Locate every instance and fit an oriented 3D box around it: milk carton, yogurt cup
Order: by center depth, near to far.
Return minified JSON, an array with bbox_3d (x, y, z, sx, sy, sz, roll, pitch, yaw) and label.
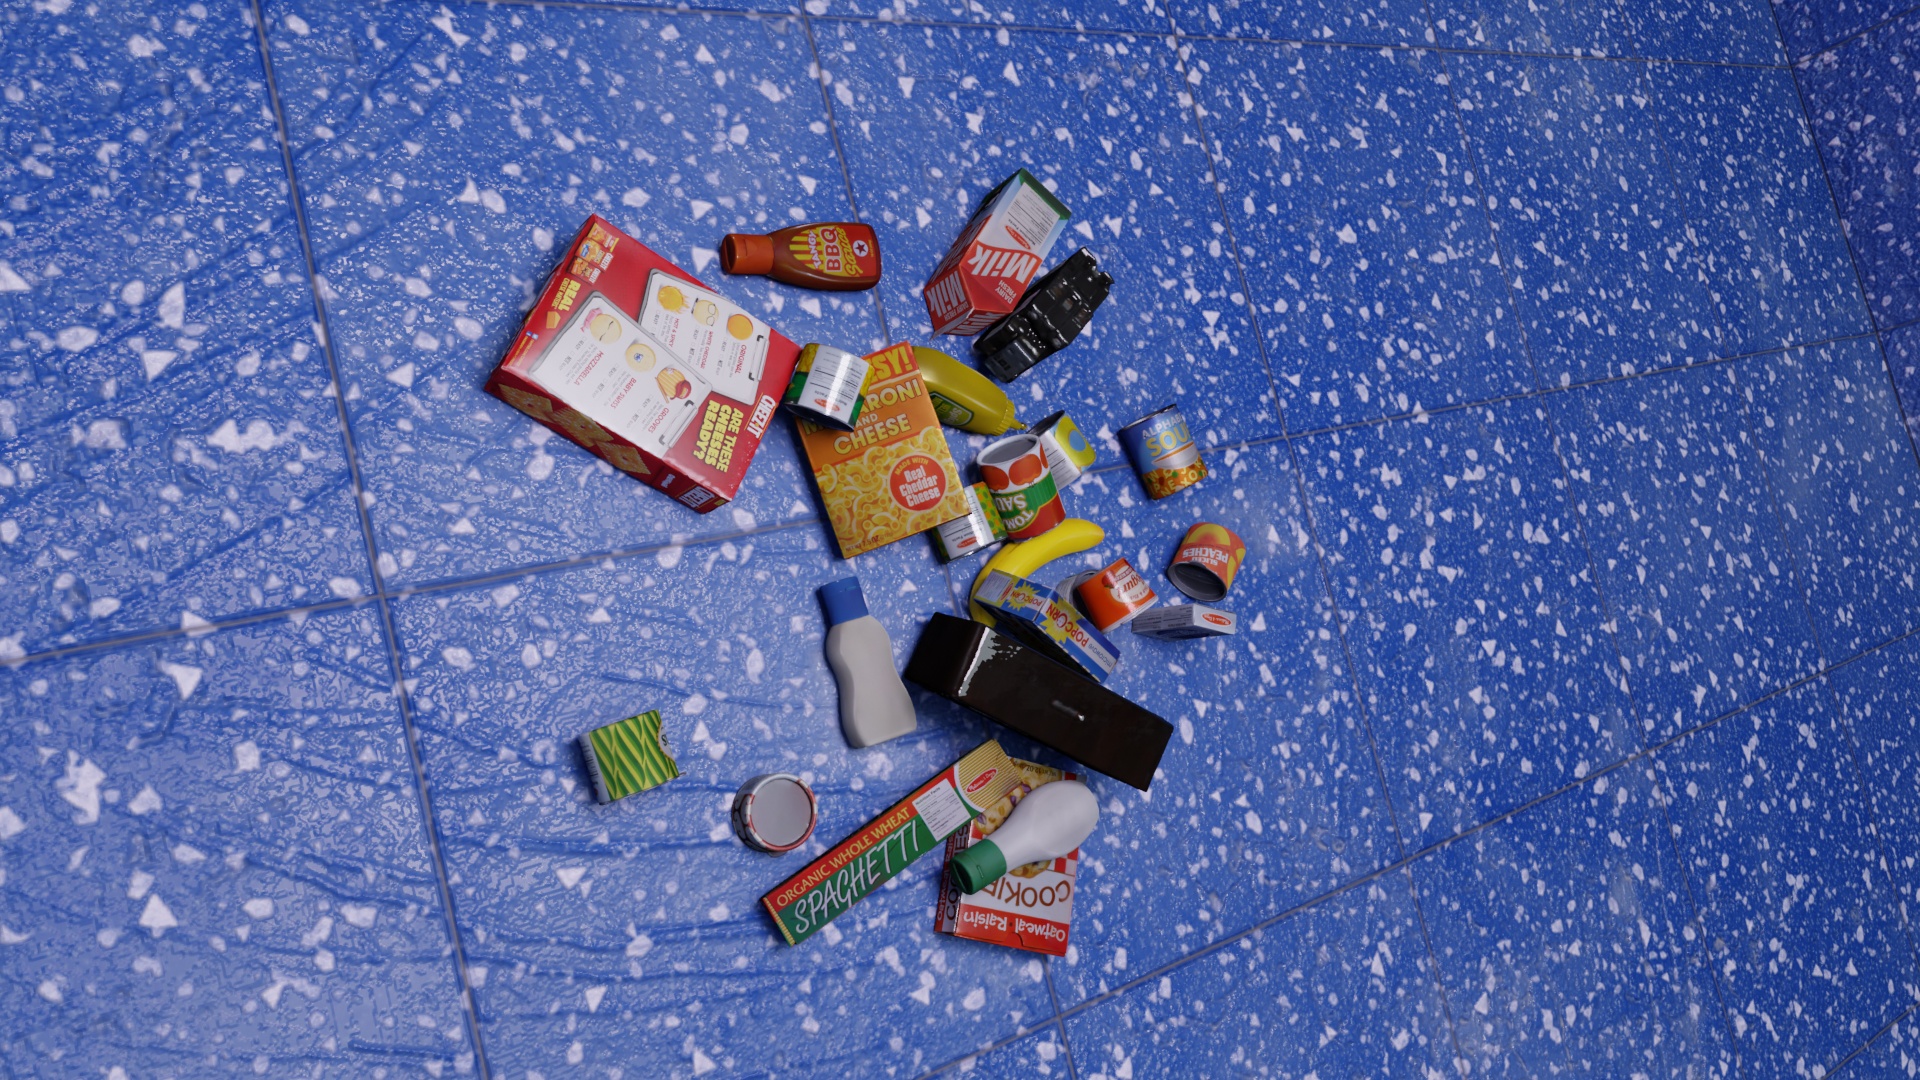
[{"bbox_3d":[0.150,0.052,1.348,0.073,0.072,0.054,-31,87,-33],"label":"yogurt cup"},{"bbox_3d":[0.029,-0.276,1.392,0.073,0.072,0.191,40,59,-18],"label":"milk carton"}]

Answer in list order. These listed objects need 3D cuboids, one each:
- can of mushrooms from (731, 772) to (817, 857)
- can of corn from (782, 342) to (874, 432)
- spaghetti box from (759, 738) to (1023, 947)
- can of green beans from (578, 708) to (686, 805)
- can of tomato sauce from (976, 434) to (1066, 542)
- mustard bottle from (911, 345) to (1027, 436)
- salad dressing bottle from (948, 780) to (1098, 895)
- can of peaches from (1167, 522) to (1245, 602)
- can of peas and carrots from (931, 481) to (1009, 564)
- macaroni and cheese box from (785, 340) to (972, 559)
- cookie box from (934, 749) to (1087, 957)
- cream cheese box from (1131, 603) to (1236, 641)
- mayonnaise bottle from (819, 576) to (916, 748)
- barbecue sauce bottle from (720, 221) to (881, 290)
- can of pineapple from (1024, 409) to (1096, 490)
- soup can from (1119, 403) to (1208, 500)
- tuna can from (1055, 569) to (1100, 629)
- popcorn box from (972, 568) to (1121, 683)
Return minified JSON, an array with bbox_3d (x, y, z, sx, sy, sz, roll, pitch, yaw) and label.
[{"bbox_3d":[-0.155,0.232,1.171,0.071,0.033,0.071,9,73,-31],"label":"can of mushrooms"},{"bbox_3d":[-0.115,-0.133,1.212,0.071,0.071,0.058,22,83,-26],"label":"can of corn"},{"bbox_3d":[-0.058,0.258,1.201,0.251,0.028,0.050,-31,86,-24],"label":"spaghetti box"},{"bbox_3d":[-0.262,0.171,1.100,0.071,0.071,0.058,-17,87,-34],"label":"can of green beans"},{"bbox_3d":[0.057,-0.051,1.340,0.071,0.071,0.082,-36,118,-33],"label":"can of tomato sauce"},{"bbox_3d":[0.004,-0.136,1.346,0.160,0.065,0.049,22,63,-29],"label":"mustard bottle"},{"bbox_3d":[0.057,0.266,1.240,0.148,0.044,0.064,-24,91,-33],"label":"salad dressing bottle"},{"bbox_3d":[0.260,0.021,1.461,0.071,0.071,0.058,41,59,-17],"label":"can of peaches"},{"bbox_3d":[0.005,-0.016,1.315,0.071,0.070,0.058,-21,87,-34],"label":"can of peas and carrots"},{"bbox_3d":[-0.075,-0.081,1.263,0.124,0.040,0.166,-20,88,0],"label":"macaroni and cheese box"},{"bbox_3d":[0.049,0.288,1.279,0.123,0.040,0.168,19,69,-27],"label":"cookie box"},{"bbox_3d":[0.224,0.083,1.403,0.053,0.103,0.024,15,75,-27],"label":"cream cheese box"},{"bbox_3d":[-0.088,0.107,1.241,0.065,0.041,0.148,-14,84,-35],"label":"mayonnaise bottle"},{"bbox_3d":[-0.148,-0.266,1.295,0.149,0.043,0.065,-6,82,-32],"label":"barbecue sauce bottle"},{"bbox_3d":[0.095,-0.089,1.389,0.071,0.071,0.058,-45,103,-32],"label":"can of pineapple"},{"bbox_3d":[0.216,-0.094,1.462,0.071,0.071,0.083,-28,94,-34],"label":"soup can"},{"bbox_3d":[0.129,0.065,1.391,0.071,0.032,0.071,8,74,-30],"label":"tuna can"},{"bbox_3d":[0.082,0.081,1.302,0.126,0.085,0.038,42,75,-39],"label":"popcorn box"}]
